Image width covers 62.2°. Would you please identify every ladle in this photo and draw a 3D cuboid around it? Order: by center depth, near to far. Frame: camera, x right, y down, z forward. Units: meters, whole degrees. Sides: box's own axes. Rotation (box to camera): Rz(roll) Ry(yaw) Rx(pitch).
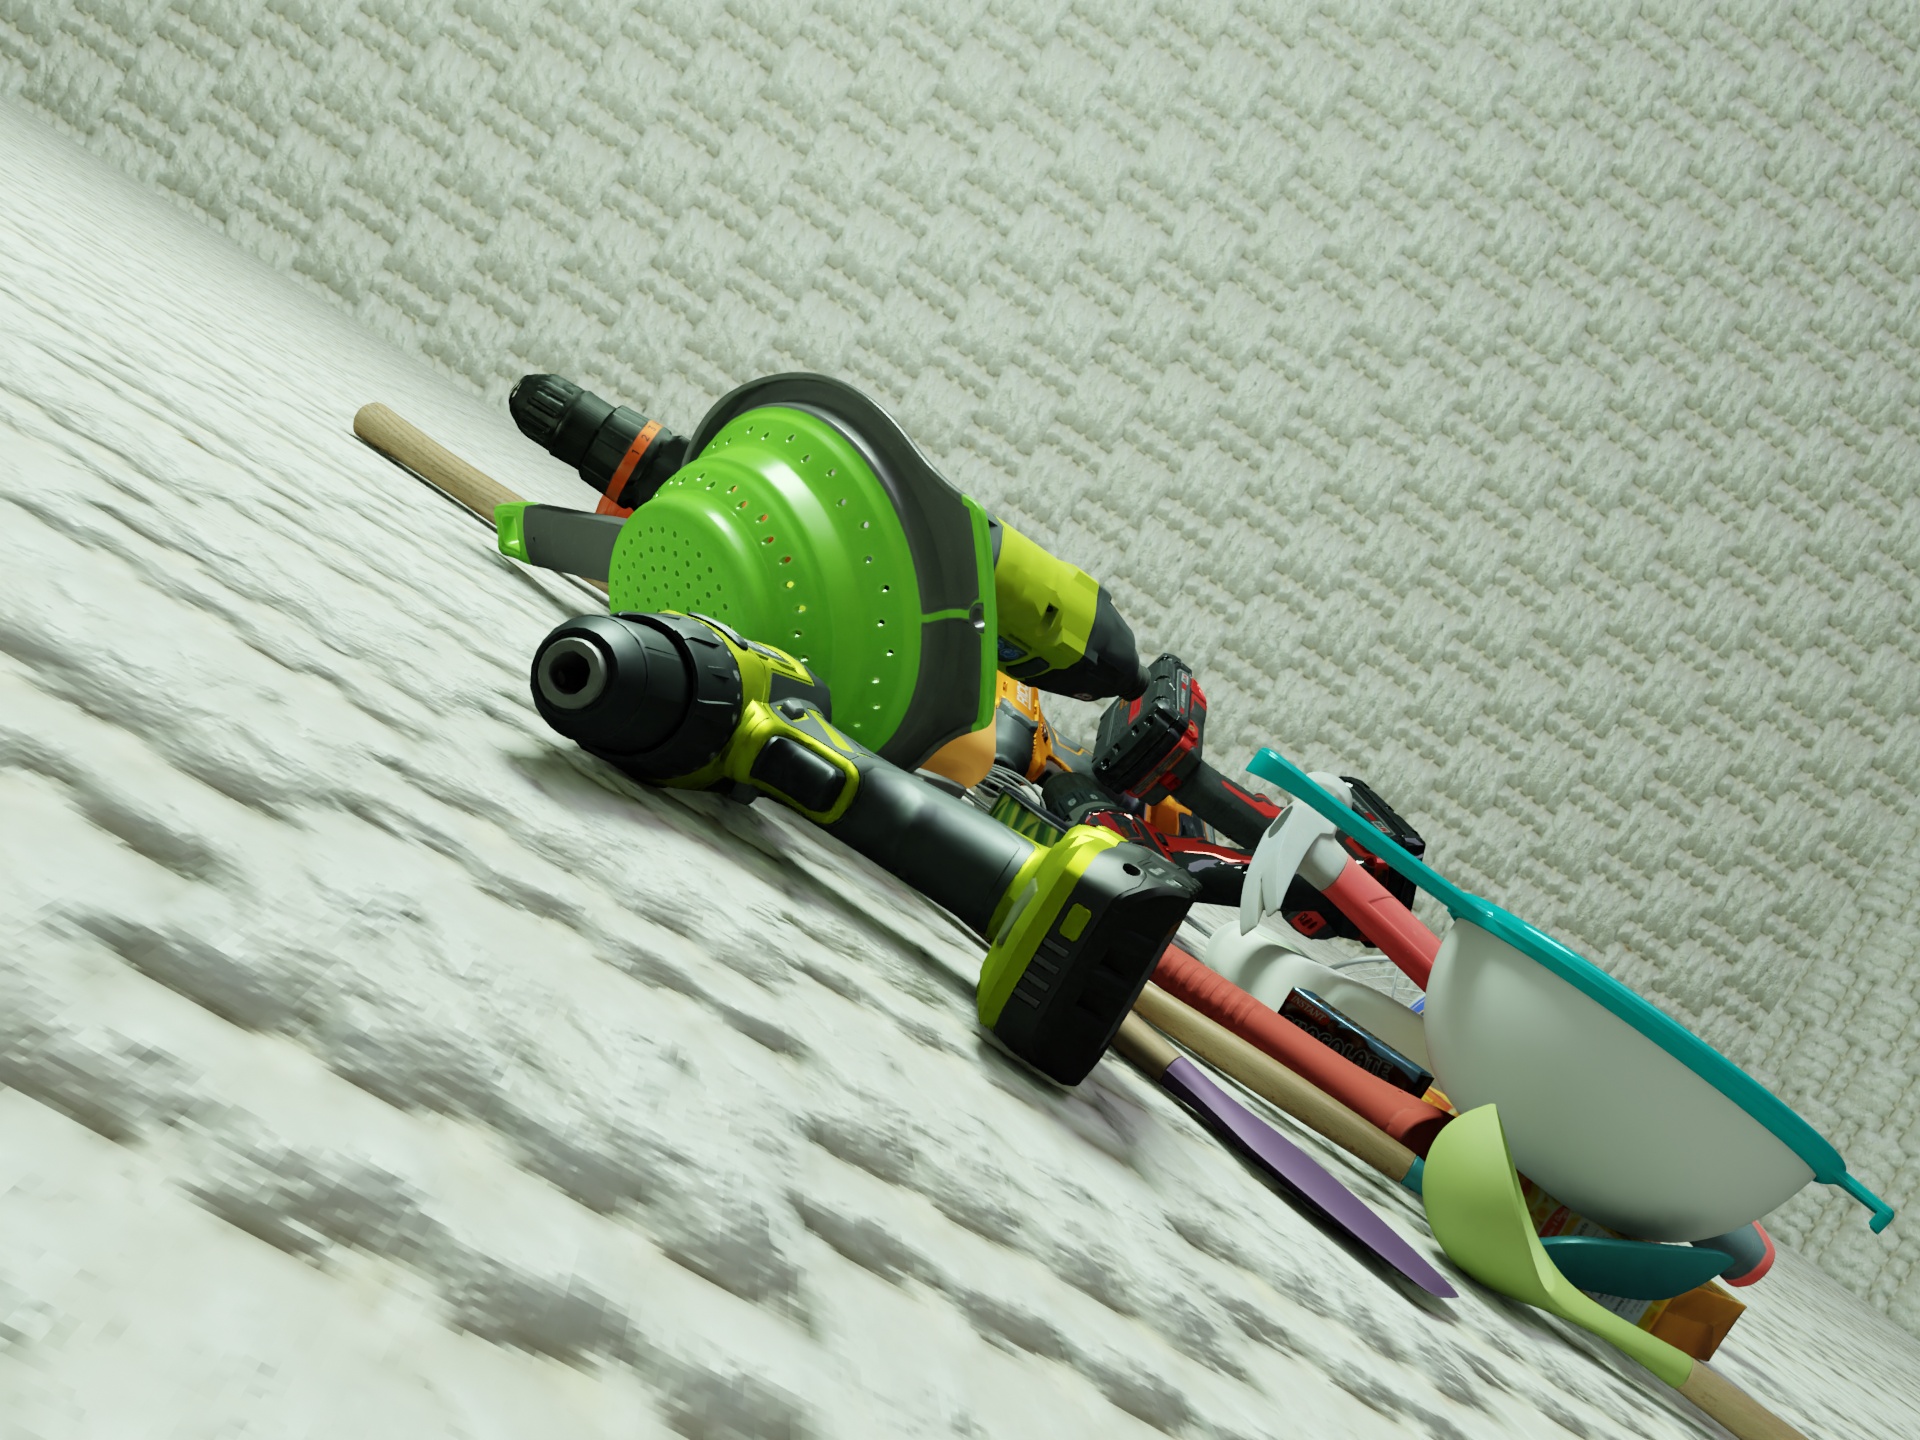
[{"bbox_3d":[0.324,0.273,0.647,0.320,0.062,0.078,36,16,6],"label":"ladle"}]

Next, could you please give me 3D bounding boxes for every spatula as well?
[{"bbox_3d":[0.069,0.129,0.654,0.316,0.018,0.059,36,3,34],"label":"spatula"},{"bbox_3d":[0.192,0.188,0.748,0.318,0.044,0.082,31,-28,16],"label":"spatula"}]

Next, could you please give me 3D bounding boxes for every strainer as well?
[{"bbox_3d":[0.251,0.145,0.761,0.340,0.095,0.211,36,1,-9],"label":"strainer"}]

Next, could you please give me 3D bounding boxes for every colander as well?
[{"bbox_3d":[-0.156,-0.070,0.797,0.397,0.204,0.094,14,24,42],"label":"colander"}]

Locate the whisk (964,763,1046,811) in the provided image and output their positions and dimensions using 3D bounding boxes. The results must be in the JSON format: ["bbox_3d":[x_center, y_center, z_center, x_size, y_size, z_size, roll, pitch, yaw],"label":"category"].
[{"bbox_3d":[-0.035,0.026,1.093,0.239,0.055,0.055,29,0,28],"label":"whisk"}]

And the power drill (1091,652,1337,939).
[{"bbox_3d":[0.207,0.057,1.188,0.219,0.078,0.143,39,25,-9],"label":"power drill"}]

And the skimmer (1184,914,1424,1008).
[{"bbox_3d":[0.232,0.160,1.261,0.364,0.090,0.127,33,-22,42],"label":"skimmer"}]

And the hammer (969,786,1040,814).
[{"bbox_3d":[-0.034,0.012,1.418,0.146,0.038,0.411,33,2,-42],"label":"hammer"}]

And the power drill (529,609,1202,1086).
[{"bbox_3d":[-0.034,0.033,0.567,0.228,0.080,0.190,31,2,12],"label":"power drill"}]

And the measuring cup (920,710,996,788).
[{"bbox_3d":[-0.002,-0.003,0.982,0.095,0.052,0.173,12,-28,-24],"label":"measuring cup"}]

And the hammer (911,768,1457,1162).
[{"bbox_3d":[0.102,0.126,0.865,0.359,0.037,0.149,32,2,22],"label":"hammer"}]

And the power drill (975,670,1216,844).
[{"bbox_3d":[0.089,0.055,1.204,0.226,0.084,0.164,38,25,-16],"label":"power drill"}]

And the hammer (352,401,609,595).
[{"bbox_3d":[-0.266,-0.116,1.048,0.331,0.031,0.130,33,2,9],"label":"hammer"}]

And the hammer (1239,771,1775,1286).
[{"bbox_3d":[0.320,0.199,0.921,0.386,0.038,0.143,43,38,-1],"label":"hammer"}]

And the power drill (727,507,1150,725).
[{"bbox_3d":[-0.021,-0.039,0.860,0.171,0.080,0.223,31,-29,-32],"label":"power drill"}]

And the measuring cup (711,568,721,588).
[{"bbox_3d":[-0.183,-0.087,0.953,0.062,0.029,0.157,29,-7,-26],"label":"measuring cup"}]

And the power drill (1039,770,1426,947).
[{"bbox_3d":[0.168,0.084,1.055,0.226,0.080,0.188,1,22,-13],"label":"power drill"}]
